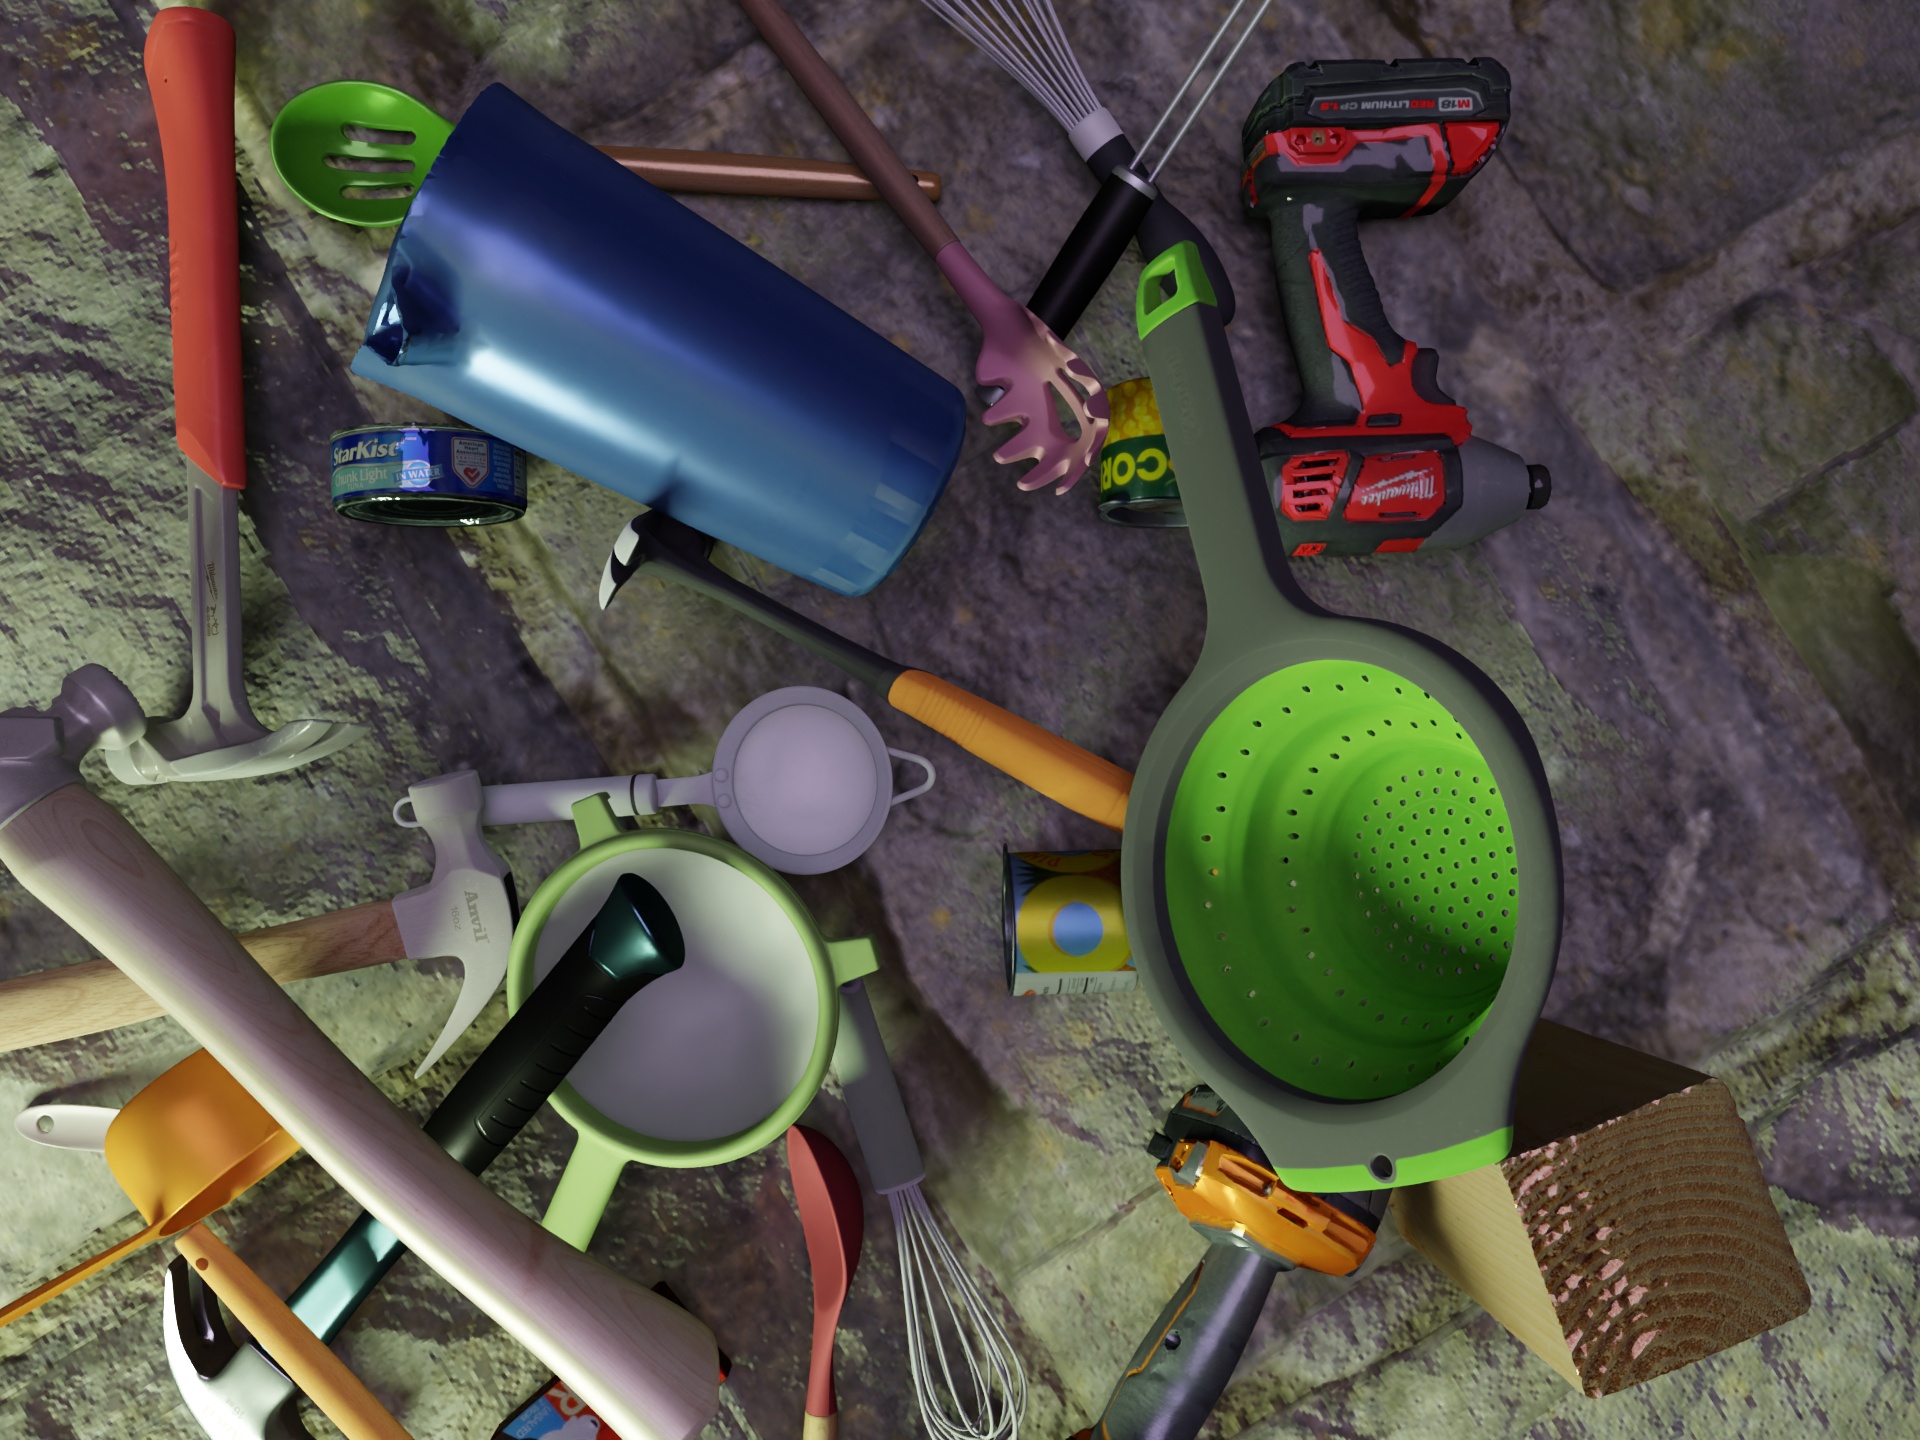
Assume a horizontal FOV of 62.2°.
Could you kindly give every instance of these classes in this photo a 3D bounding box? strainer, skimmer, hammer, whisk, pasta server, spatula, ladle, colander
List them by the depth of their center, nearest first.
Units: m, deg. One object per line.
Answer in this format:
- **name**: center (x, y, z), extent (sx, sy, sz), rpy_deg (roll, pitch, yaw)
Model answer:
- **hammer**: center (-0.264, 0.150, 0.626), extent (0.411, 0.038, 0.146), rpy_deg (40, 53, 7)
- **colander**: center (0.153, -0.015, 0.663), extent (0.094, 0.204, 0.397), rpy_deg (2, 70, -40)
- **skimmer**: center (0.106, -0.288, 0.682), extent (0.127, 0.090, 0.363), rpy_deg (36, 108, 4)
- **spatula**: center (-0.222, 0.336, 0.692), extent (0.081, 0.041, 0.322), rpy_deg (-39, 97, 6)
- **hammer**: center (-0.230, 0.200, 0.693), extent (0.128, 0.033, 0.331), rpy_deg (41, 101, 1)
- **hammer**: center (-0.001, -0.002, 0.717), extent (0.337, 0.127, 0.034), rpy_deg (28, 101, -6)
- **ladle**: center (-0.065, 0.339, 0.722), extent (0.031, 0.069, 0.315), rpy_deg (1, 92, -22)
- **hammer**: center (-0.337, -0.153, 0.724), extent (0.149, 0.036, 0.359), rpy_deg (-9, 82, 30)
- **hammer**: center (-0.364, 0.121, 0.725), extent (0.331, 0.031, 0.130), rpy_deg (-13, 98, 1)
- **strainer**: center (-0.143, 0.164, 0.727), extent (0.151, 0.069, 0.256), rpy_deg (27, 102, 6)
- **whisk**: center (-0.025, 0.220, 0.732), extent (0.057, 0.059, 0.246), rpy_deg (-13, 81, -41)
- **pasta server**: center (-0.026, -0.237, 0.737), extent (0.040, 0.060, 0.316), rpy_deg (-22, 73, -45)
- **strainer**: center (-0.138, 0.032, 0.741), extent (0.258, 0.050, 0.087), rpy_deg (-4, 92, 4)
- **whisk**: center (0.047, -0.307, 0.759), extent (0.070, 0.070, 0.284), rpy_deg (-36, 93, -3)

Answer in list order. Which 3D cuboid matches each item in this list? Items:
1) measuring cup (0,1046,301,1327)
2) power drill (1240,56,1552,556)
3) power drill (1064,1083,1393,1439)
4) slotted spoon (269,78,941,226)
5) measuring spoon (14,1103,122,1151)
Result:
- **measuring cup**: center (-0.337, 0.184, 0.640), extent (0.052, 0.095, 0.173), rpy_deg (52, 42, 6)
- **power drill**: center (0.202, -0.187, 0.748), extent (0.143, 0.078, 0.220), rpy_deg (-2, 89, -2)
- **power drill**: center (0.089, 0.274, 0.687), extent (0.084, 0.164, 0.226), rpy_deg (31, 74, 0)
- **slotted spoon**: center (-0.166, -0.264, 0.764), extent (0.313, 0.031, 0.070), rpy_deg (2, 88, -3)
- **measuring spoon**: center (-0.377, 0.189, 0.739), extent (0.124, 0.018, 0.034), rpy_deg (3, 87, 5)
